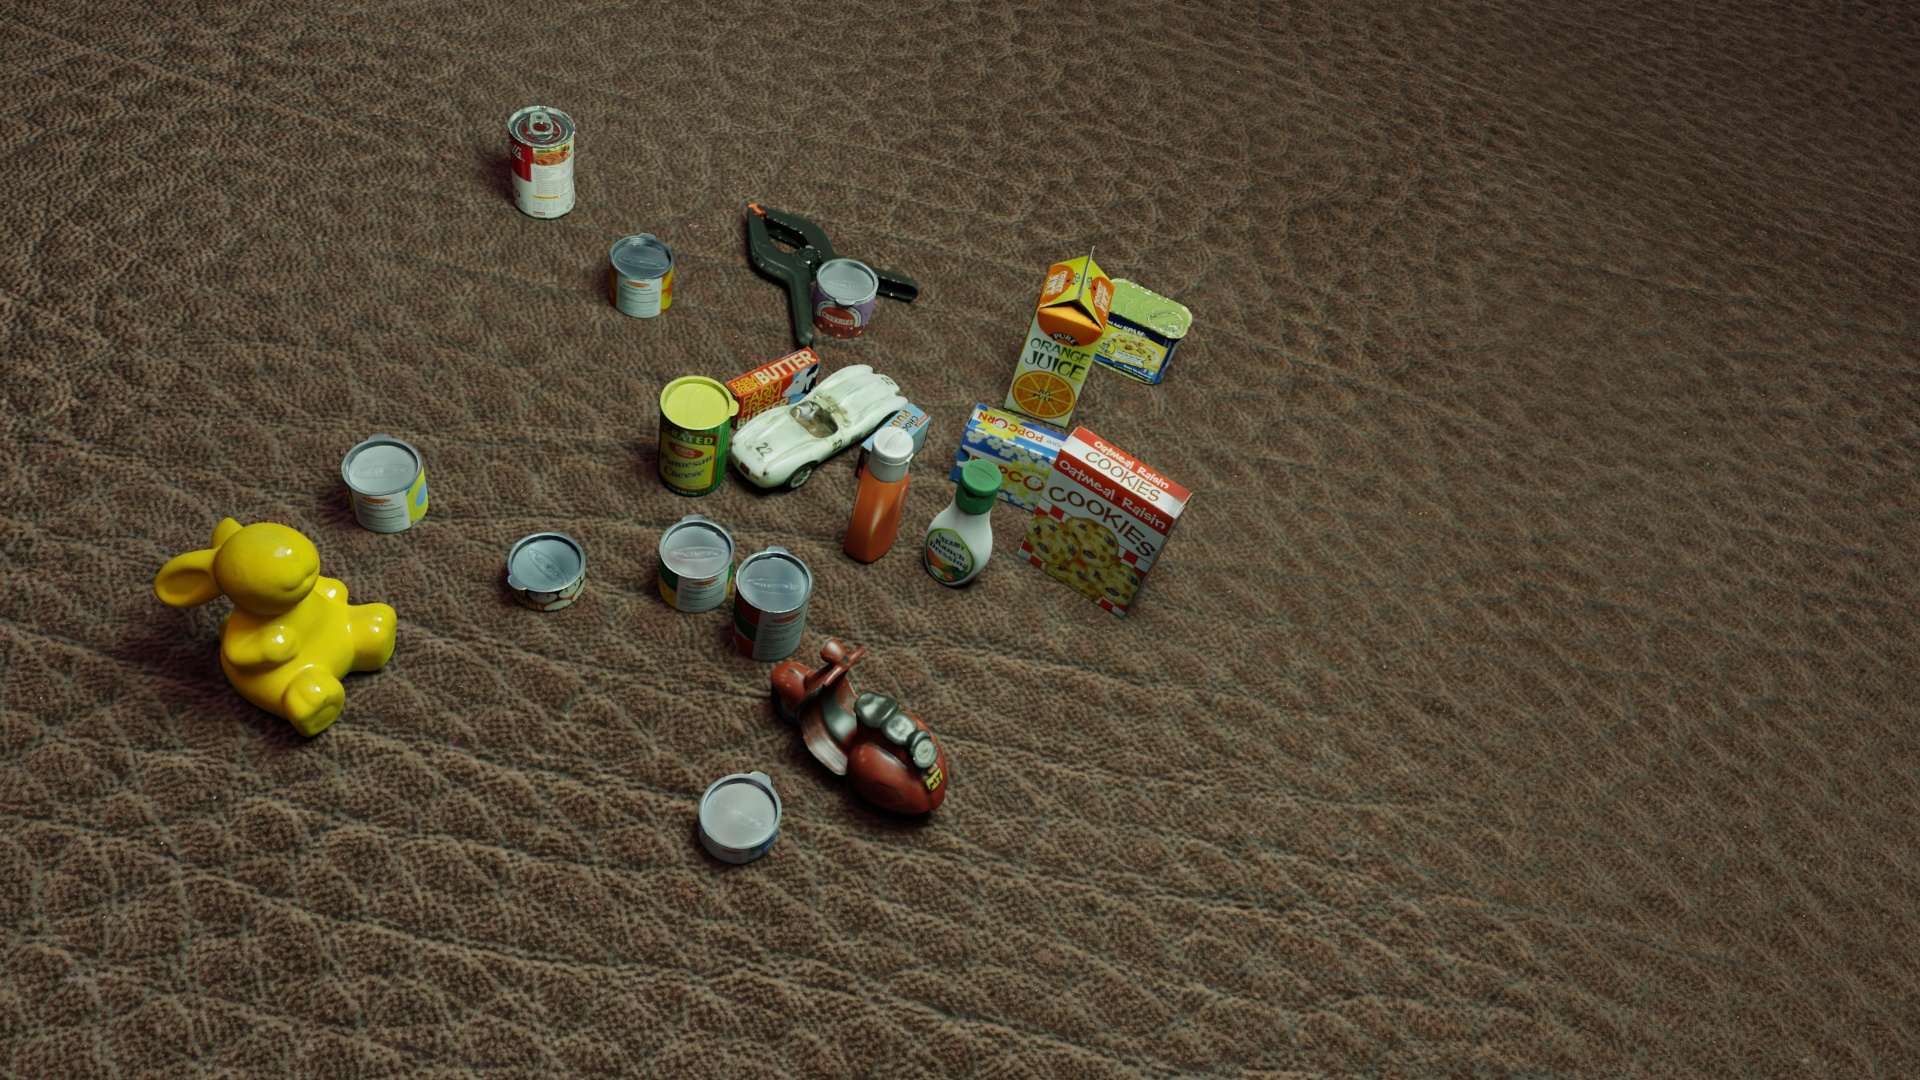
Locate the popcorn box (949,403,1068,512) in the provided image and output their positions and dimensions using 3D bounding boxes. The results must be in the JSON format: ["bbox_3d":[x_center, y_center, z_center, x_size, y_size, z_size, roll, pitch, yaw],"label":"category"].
[{"bbox_3d":[0.061,-0.077,1.391,0.127,0.084,0.038,21,51,2],"label":"popcorn box"}]

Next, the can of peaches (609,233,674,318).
[{"bbox_3d":[-0.335,-0.278,1.461,0.071,0.057,0.071,7,52,-9],"label":"can of peaches"}]

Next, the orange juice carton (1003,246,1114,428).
[{"bbox_3d":[0.107,-0.213,1.439,0.073,0.191,0.072,18,51,-1],"label":"orange juice carton"}]

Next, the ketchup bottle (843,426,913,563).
[{"bbox_3d":[-0.073,-0.044,1.290,0.043,0.148,0.065,29,52,8],"label":"ketchup bottle"}]

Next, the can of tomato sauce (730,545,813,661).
[{"bbox_3d":[-0.168,0.057,1.229,0.071,0.082,0.071,7,52,-9],"label":"can of tomato sauce"}]

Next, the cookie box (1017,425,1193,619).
[{"bbox_3d":[0.133,-0.015,1.309,0.123,0.166,0.040,32,52,11],"label":"cookie box"}]

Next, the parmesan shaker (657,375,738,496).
[{"bbox_3d":[-0.249,-0.096,1.314,0.071,0.102,0.072,7,52,-9],"label":"parmesan shaker"}]

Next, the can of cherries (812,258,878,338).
[{"bbox_3d":[-0.127,-0.259,1.500,0.071,0.058,0.072,7,52,-9],"label":"can of cherries"}]

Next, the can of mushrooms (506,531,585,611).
[{"bbox_3d":[-0.369,0.029,1.231,0.071,0.033,0.071,7,52,-9],"label":"can of mushrooms"}]

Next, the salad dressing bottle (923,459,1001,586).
[{"bbox_3d":[0.005,-0.016,1.289,0.064,0.146,0.044,34,53,12],"label":"salad dressing bottle"}]

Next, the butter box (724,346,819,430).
[{"bbox_3d":[-0.191,-0.154,1.405,0.104,0.052,0.024,-30,65,-31],"label":"butter box"}]

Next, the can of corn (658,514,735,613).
[{"bbox_3d":[-0.239,0.021,1.254,0.071,0.058,0.071,7,52,-9],"label":"can of corn"}]

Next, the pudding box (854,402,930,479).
[{"bbox_3d":[-0.067,-0.095,1.394,0.030,0.049,0.084,35,53,13],"label":"pudding box"}]

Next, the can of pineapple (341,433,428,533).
[{"bbox_3d":[-0.512,-0.050,1.239,0.071,0.057,0.071,7,52,-9],"label":"can of pineapple"}]

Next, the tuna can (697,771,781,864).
[{"bbox_3d":[-0.179,0.225,1.130,0.071,0.032,0.071,7,52,-9],"label":"tuna can"}]
